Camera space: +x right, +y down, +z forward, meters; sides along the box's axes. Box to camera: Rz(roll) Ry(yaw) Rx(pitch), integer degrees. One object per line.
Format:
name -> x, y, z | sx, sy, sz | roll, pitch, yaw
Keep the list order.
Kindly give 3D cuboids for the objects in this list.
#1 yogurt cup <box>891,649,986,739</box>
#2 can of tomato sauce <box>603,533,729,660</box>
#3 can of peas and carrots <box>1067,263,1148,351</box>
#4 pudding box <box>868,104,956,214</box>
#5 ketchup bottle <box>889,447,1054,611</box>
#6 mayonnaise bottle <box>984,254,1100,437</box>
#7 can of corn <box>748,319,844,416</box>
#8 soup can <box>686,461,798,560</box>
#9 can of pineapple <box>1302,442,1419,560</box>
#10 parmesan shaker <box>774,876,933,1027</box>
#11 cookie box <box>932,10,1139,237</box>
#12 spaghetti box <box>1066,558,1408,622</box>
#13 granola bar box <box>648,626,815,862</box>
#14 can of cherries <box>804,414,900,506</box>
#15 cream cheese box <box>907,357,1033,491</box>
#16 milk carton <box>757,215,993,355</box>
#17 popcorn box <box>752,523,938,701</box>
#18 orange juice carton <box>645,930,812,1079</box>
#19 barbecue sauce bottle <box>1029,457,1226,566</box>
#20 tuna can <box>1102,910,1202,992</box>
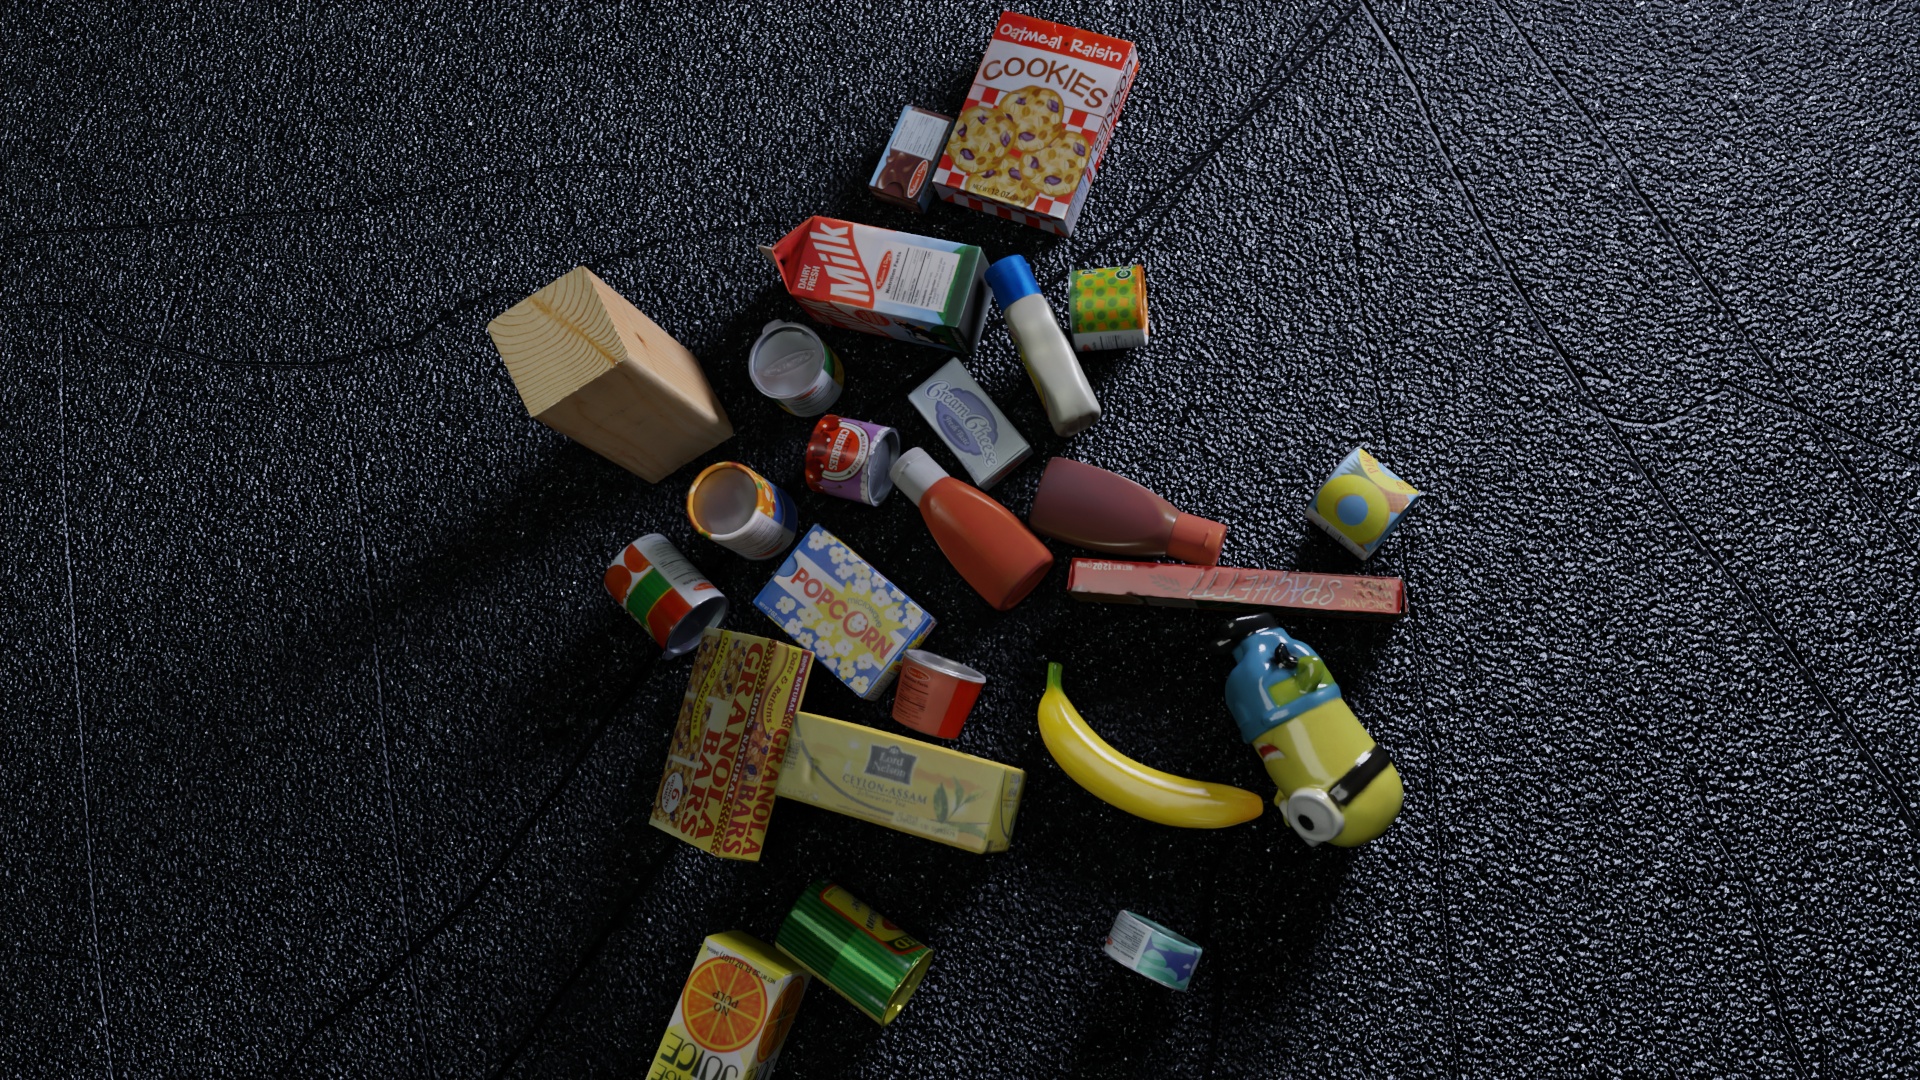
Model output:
yogurt cup -> -0.020, 0.121, 1.086 | 0.072, 0.072, 0.054 | 20, 91, 16
can of tomato sauce -> -0.245, 0.046, 1.152 | 0.083, 0.071, 0.071 | 42, 90, 18
can of peas and carrots -> 0.120, -0.189, 1.119 | 0.059, 0.071, 0.071 | -3, 78, 12
pudding box -> -0.040, -0.331, 1.207 | 0.050, 0.030, 0.084 | 21, 84, 15
ketchup bottle -> 0.004, -0.014, 1.119 | 0.149, 0.043, 0.064 | 45, 98, 18
mayonnaise bottle -> 0.065, -0.158, 1.120 | 0.041, 0.064, 0.148 | -25, 80, 2
can of corn -> -0.138, -0.145, 1.173 | 0.071, 0.058, 0.071 | -3, 78, 13
soup can -> -0.180, -0.026, 1.144 | 0.071, 0.083, 0.071 | -3, 77, 13
can of pineapple -> 0.302, -0.029, 1.042 | 0.058, 0.071, 0.071 | 41, 89, 17
parmesan shaker -> -0.082, 0.310, 1.053 | 0.103, 0.071, 0.071 | 31, 86, 17
cookie box -> 0.065, -0.356, 1.183 | 0.123, 0.040, 0.167 | 20, 83, 16
spaghetti box -> 0.209, 0.038, 1.058 | 0.250, 0.050, 0.029 | 3, 80, 13
granola bar box -> -0.180, 0.157, 1.094 | 0.124, 0.039, 0.165 | 3, 75, 53
can of cherries -> -0.089, -0.067, 1.138 | 0.058, 0.071, 0.071 | 14, 82, 16
cream cheese box -> 0.008, -0.096, 1.147 | 0.053, 0.024, 0.104 | -39, 73, 2
milk carton -> -0.074, -0.218, 1.168 | 0.191, 0.072, 0.073 | 14, 82, 14
popcorn box -> -0.093, 0.059, 1.129 | 0.127, 0.038, 0.085 | 39, 90, 17
orange juice carton -> -0.189, 0.403, 1.057 | 0.072, 0.073, 0.193 | 21, 84, 16
barbecue sauce bottle -> 0.132, -0.016, 1.091 | 0.148, 0.043, 0.065 | 18, 83, 15
tuna can -> 0.142, 0.299, 1.009 | 0.071, 0.071, 0.033 | 23, 84, 17
